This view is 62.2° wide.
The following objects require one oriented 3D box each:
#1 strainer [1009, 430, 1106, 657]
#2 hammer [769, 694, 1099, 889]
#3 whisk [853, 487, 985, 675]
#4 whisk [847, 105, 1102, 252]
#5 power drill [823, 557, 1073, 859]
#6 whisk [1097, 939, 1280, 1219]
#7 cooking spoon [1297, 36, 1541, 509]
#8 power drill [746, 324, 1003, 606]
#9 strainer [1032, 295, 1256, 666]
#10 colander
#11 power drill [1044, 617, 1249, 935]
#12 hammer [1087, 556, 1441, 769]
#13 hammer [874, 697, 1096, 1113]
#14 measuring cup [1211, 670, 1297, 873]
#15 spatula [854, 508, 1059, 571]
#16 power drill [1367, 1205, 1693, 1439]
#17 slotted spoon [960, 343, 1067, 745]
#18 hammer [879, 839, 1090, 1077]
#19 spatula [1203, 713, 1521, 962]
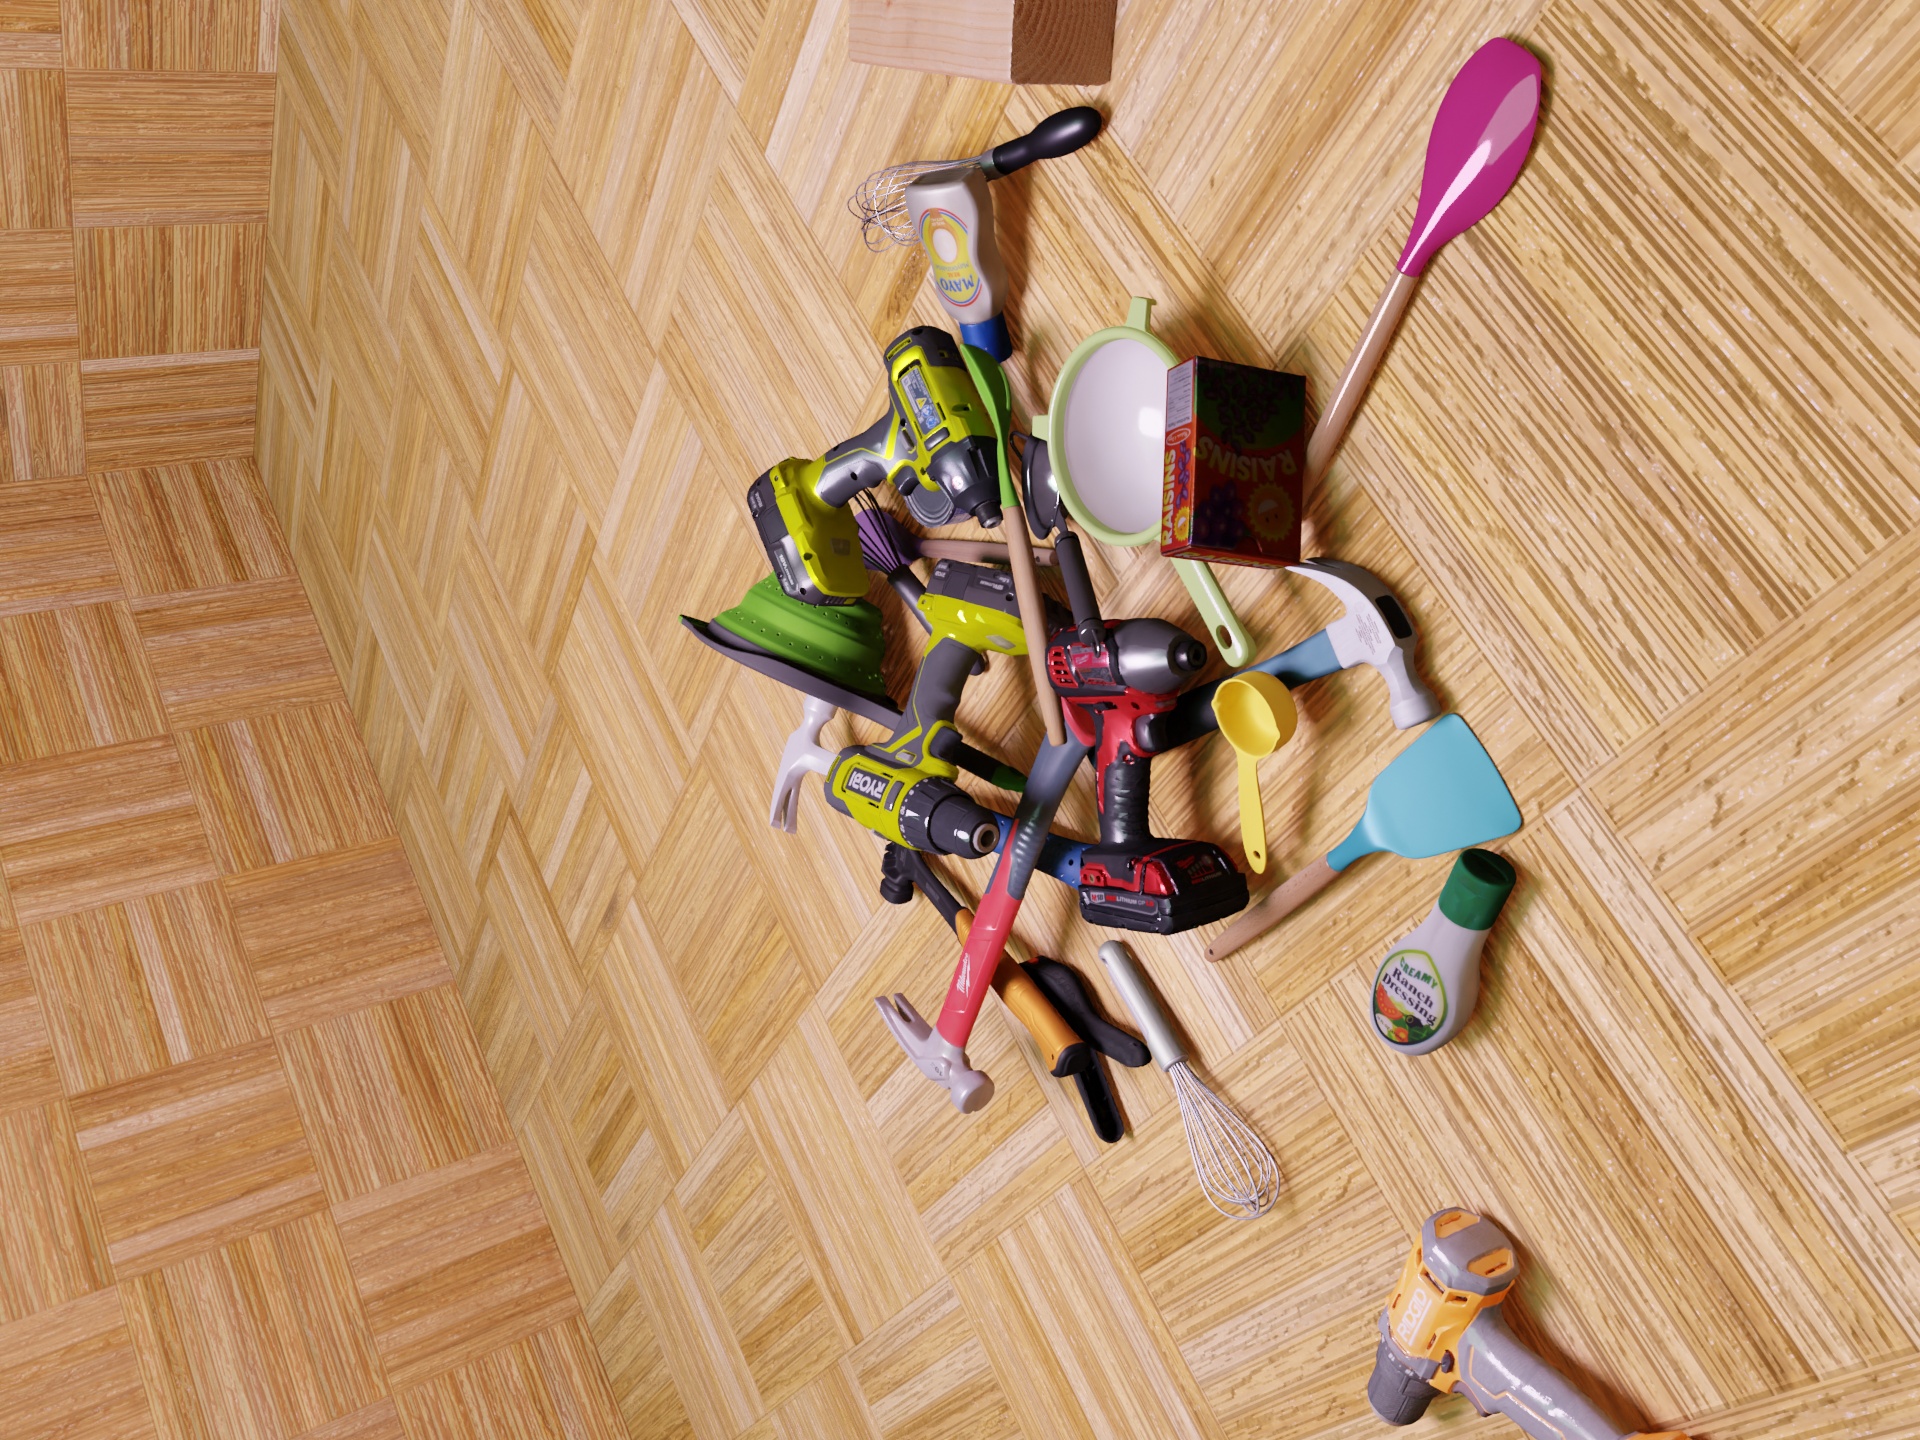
[{"bbox_3d":[0.079,-0.135,1.176,0.259,0.050,0.086,-100,15,-44],"label":"strainer"},{"bbox_3d":[-0.030,0.081,1.429,0.406,0.035,0.144,19,87,44],"label":"hammer"},{"bbox_3d":[-0.054,-0.132,1.408,0.239,0.055,0.055,51,141,13],"label":"whisk"},{"bbox_3d":[0.007,-0.421,1.229,0.285,0.070,0.070,-1,101,51],"label":"whisk"},{"bbox_3d":[-0.002,-0.004,1.266,0.191,0.080,0.228,19,82,51],"label":"power drill"},{"bbox_3d":[0.172,0.277,1.249,0.247,0.059,0.057,60,171,29],"label":"whisk"},{"bbox_3d":[0.257,-0.246,0.954,0.069,0.017,0.318,54,140,34],"label":"cooking spoon"},{"bbox_3d":[-0.064,-0.192,1.311,0.223,0.080,0.171,-33,72,34],"label":"power drill"},{"bbox_3d":[0.154,-0.153,1.094,0.151,0.069,0.256,-45,65,49],"label":"strainer"},{"bbox_3d":[-0.075,-0.050,1.436,0.397,0.204,0.094,27,95,29],"label":"colander"},{"bbox_3d":[0.133,0.035,1.135,0.143,0.078,0.219,-2,99,56],"label":"power drill"},{"bbox_3d":[0.192,-0.015,1.122,0.331,0.033,0.128,-30,78,56],"label":"hammer"},{"bbox_3d":[0.027,0.135,1.313,0.143,0.038,0.386,43,125,39],"label":"hammer"},{"bbox_3d":[0.205,0.036,1.081,0.062,0.029,0.156,29,138,47],"label":"measuring cup"},{"bbox_3d":[-0.015,-0.152,1.390,0.316,0.018,0.059,14,118,54],"label":"spatula"},{"bbox_3d":[0.355,0.453,1.015,0.226,0.084,0.185,47,138,42],"label":"power drill"},{"bbox_3d":[0.045,-0.135,1.201,0.070,0.031,0.314,54,-155,-85],"label":"slotted spoon"},{"bbox_3d":[0.018,0.191,1.411,0.337,0.034,0.127,46,135,48],"label":"hammer"},{"bbox_3d":[0.253,0.105,1.089,0.082,0.044,0.317,63,149,17],"label":"spatula"}]
